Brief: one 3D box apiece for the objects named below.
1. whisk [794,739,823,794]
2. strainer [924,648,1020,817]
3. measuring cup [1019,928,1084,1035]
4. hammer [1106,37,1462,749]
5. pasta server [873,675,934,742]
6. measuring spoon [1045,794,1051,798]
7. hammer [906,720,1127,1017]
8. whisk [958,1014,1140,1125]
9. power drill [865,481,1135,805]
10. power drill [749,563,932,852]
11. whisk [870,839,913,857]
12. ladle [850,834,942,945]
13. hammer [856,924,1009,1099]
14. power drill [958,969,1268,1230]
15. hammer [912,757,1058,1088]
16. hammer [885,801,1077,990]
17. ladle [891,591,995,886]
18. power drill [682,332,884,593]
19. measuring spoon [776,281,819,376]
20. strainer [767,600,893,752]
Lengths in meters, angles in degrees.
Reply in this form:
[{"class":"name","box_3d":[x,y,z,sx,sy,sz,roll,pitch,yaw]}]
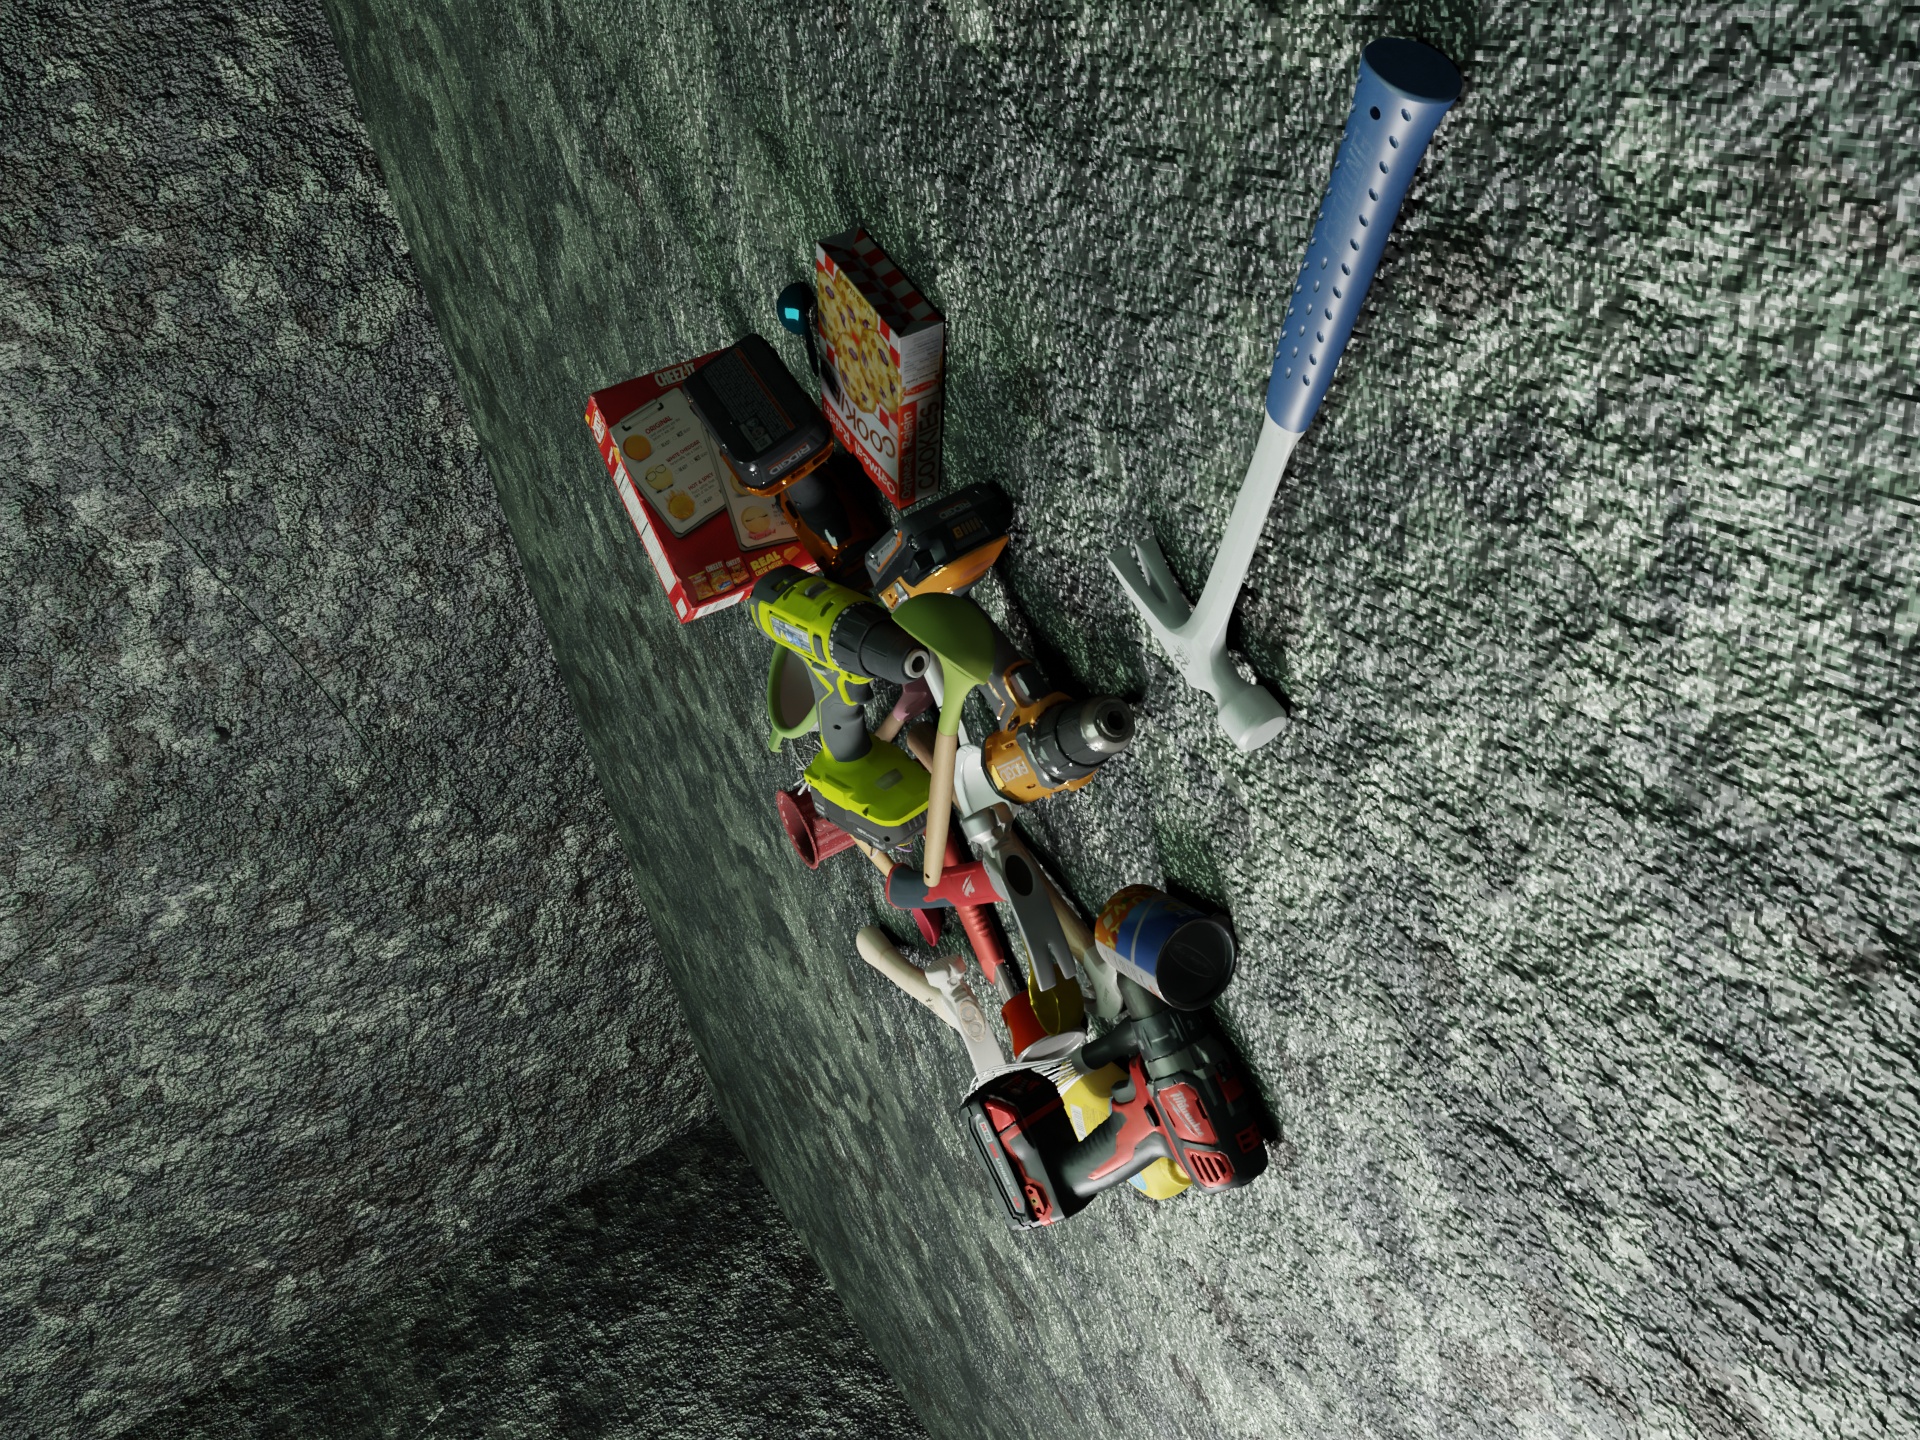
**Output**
[{"class":"whisk","box_3d":[-0.131,0.039,1.575,0.058,0.059,0.246,37,-176,-1]},{"class":"strainer","box_3d":[-0.002,-0.004,1.304,0.087,0.050,0.258,-19,96,61]},{"class":"measuring cup","box_3d":[0.067,0.178,1.301,0.062,0.029,0.156,143,115,-68]},{"class":"hammer","box_3d":[0.154,-0.147,0.787,0.144,0.035,0.405,55,157,26]},{"class":"pasta server","box_3d":[-0.069,0.002,1.498,0.316,0.040,0.060,131,125,-69]},{"class":"measuring spoon","box_3d":[0.050,0.009,1.257,0.117,0.011,0.021,66,161,-12]},{"class":"hammer","box_3d":[0.047,0.119,1.352,0.332,0.031,0.130,51,155,35]},{"class":"whisk","box_3d":[0.087,0.291,1.323,0.284,0.070,0.070,-41,73,46]},{"class":"power drill","box_3d":[0.033,-0.052,1.134,0.226,0.084,0.185,61,157,0]},{"class":"power drill","box_3d":[-0.080,-0.008,1.321,0.191,0.080,0.228,26,139,43]},{"class":"whisk","box_3d":[-0.078,0.079,1.506,0.245,0.047,0.051,-114,3,-76]},{"class":"ladle","box_3d":[-0.078,0.135,1.553,0.069,0.031,0.315,54,178,39]},{"class":"hammer","box_3d":[-0.043,0.289,1.703,0.146,0.038,0.411,67,166,-9]},{"class":"power drill","box_3d":[0.108,0.284,1.216,0.226,0.080,0.188,-29,82,36]},{"class":"hammer","box_3d":[0.018,0.205,1.514,0.359,0.036,0.149,67,160,-4]},{"class":"hammer","box_3d":[0.001,0.156,1.363,0.143,0.038,0.386,66,163,2]},{"class":"ladle","box_3d":[-0.019,0.029,1.149,0.078,0.062,0.319,39,146,25]},{"class":"power drill","box_3d":[-0.142,-0.213,1.303,0.164,0.084,0.226,55,179,26]},{"class":"measuring spoon","box_3d":[-0.131,-0.307,1.266,0.129,0.021,0.042,-108,14,-47]},{"class":"strainer","box_3d":[-0.092,-0.065,1.454,0.256,0.069,0.152,-26,55,53]}]
